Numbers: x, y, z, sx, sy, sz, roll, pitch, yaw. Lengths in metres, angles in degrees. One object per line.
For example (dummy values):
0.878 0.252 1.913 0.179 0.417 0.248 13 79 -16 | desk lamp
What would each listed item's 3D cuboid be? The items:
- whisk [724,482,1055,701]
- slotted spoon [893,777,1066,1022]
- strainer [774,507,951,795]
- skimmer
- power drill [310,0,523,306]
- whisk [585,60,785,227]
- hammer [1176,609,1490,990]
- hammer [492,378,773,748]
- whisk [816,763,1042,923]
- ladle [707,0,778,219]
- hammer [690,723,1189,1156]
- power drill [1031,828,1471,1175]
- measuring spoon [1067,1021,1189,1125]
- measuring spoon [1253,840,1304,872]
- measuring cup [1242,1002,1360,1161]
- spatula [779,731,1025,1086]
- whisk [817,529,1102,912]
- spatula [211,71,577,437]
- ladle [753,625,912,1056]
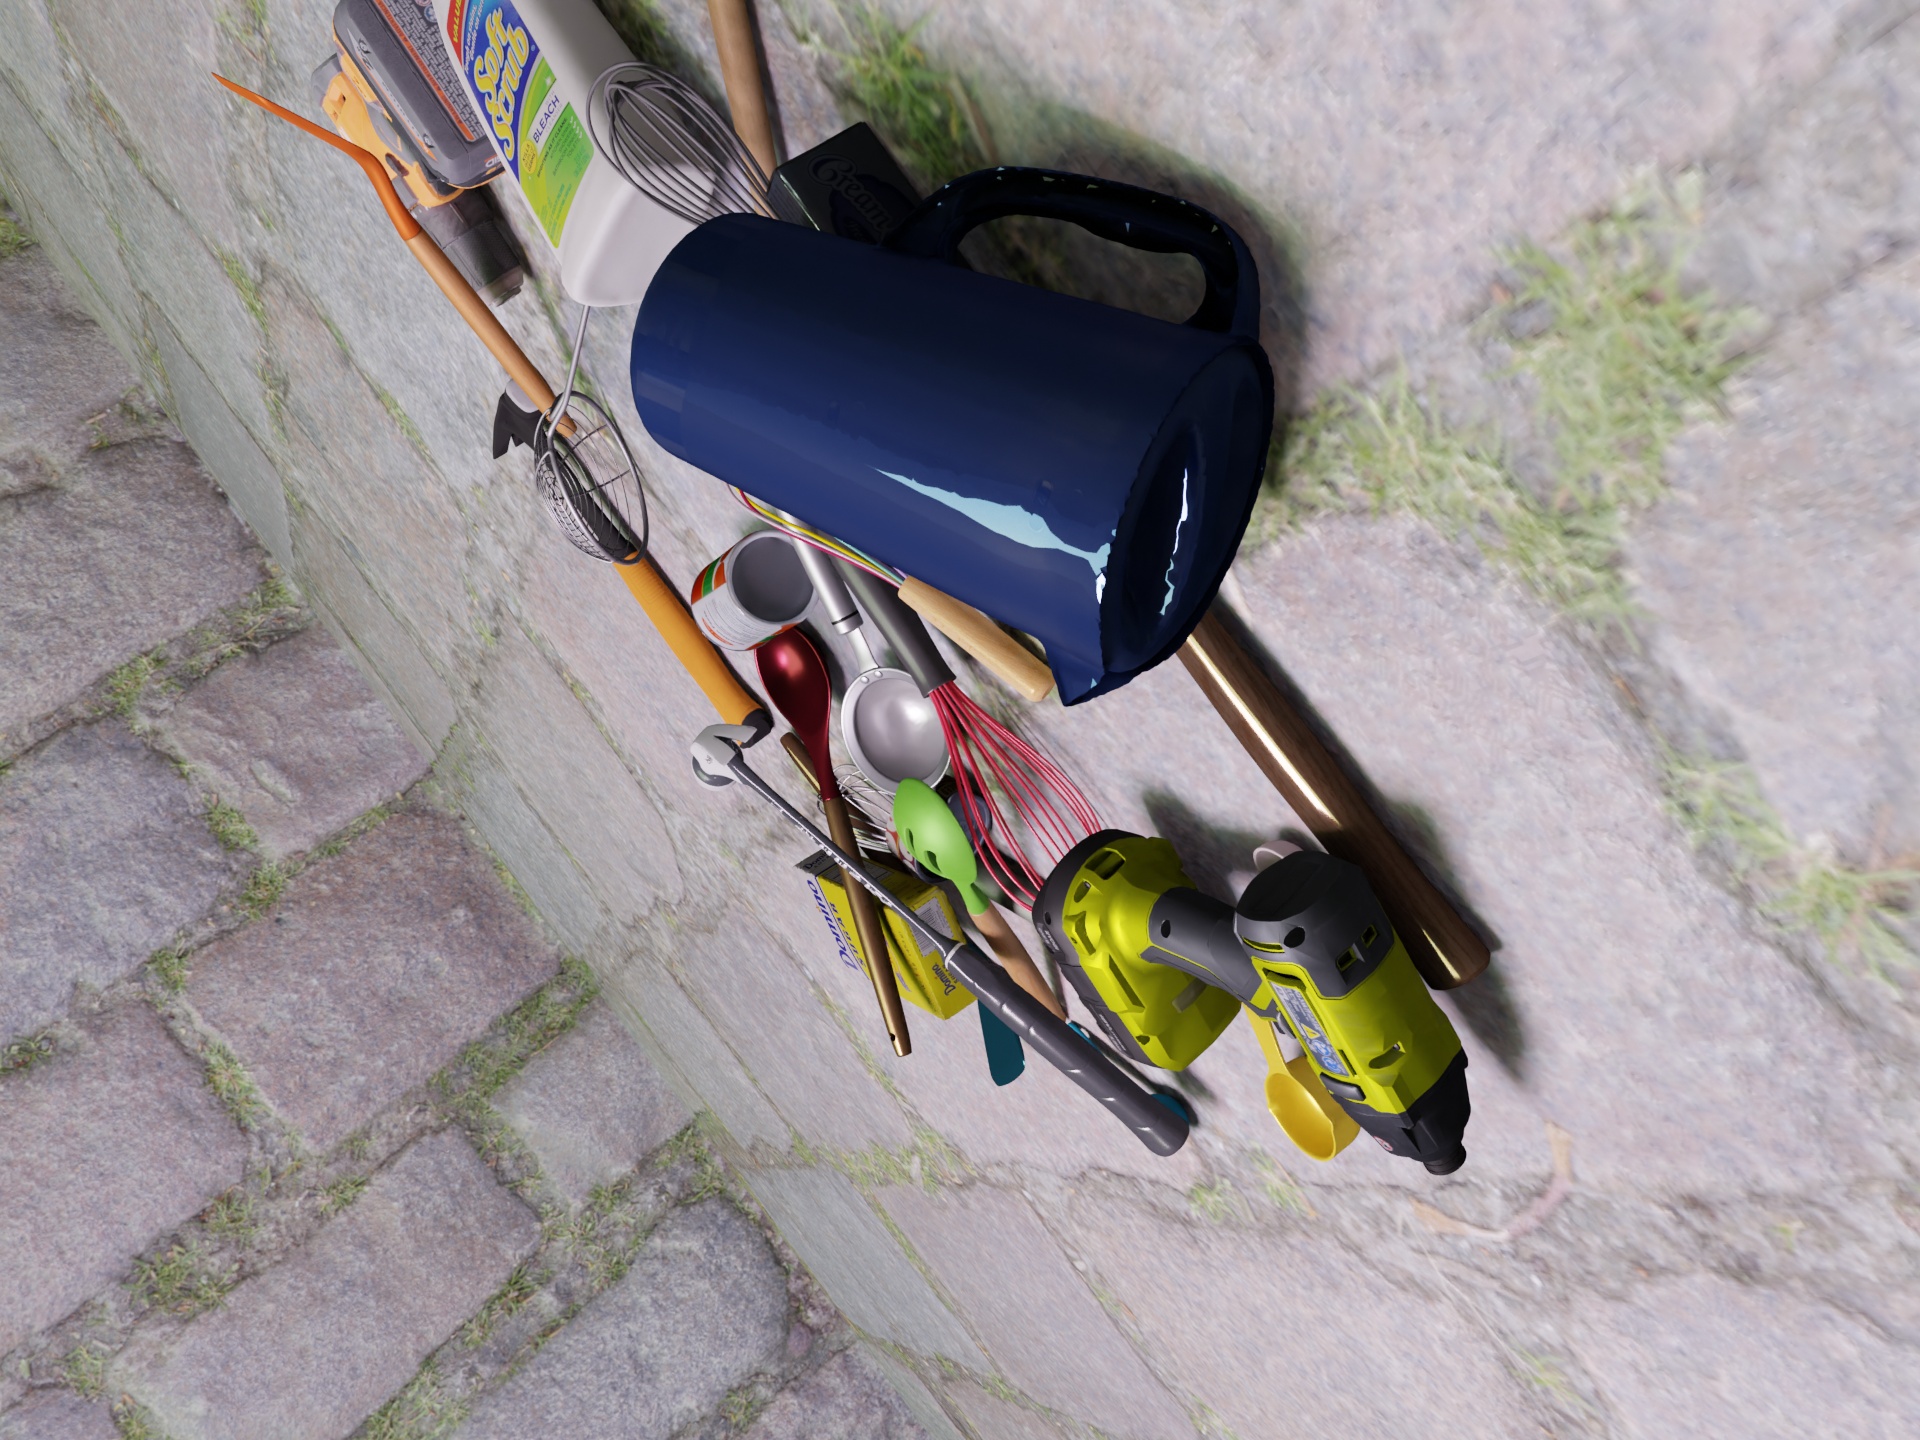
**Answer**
-0.045 -0.090 0.901 0.245 0.047 0.051 39 -162 12 | whisk
0.021 0.134 1.037 0.070 0.031 0.313 35 165 37 | slotted spoon
-0.065 -0.055 1.001 0.087 0.050 0.258 -19 102 37 | strainer
-0.214 -0.236 1.017 0.363 0.090 0.127 123 146 -53 | skimmer
-0.330 -0.364 1.015 0.185 0.084 0.226 57 160 -17 | power drill
-0.076 -0.213 0.746 0.238 0.055 0.055 41 159 -15 | whisk
0.124 -0.014 0.725 0.331 0.031 0.130 52 156 2 | hammer
-0.263 -0.117 1.279 0.337 0.034 0.127 54 155 -2 | hammer
-0.013 0.092 1.101 0.246 0.057 0.059 26 115 39 | whisk
-0.106 -0.266 0.772 0.078 0.062 0.319 31 145 36 | ladle
-0.014 0.140 1.027 0.409 0.036 0.149 40 167 0 | hammer
0.145 0.135 0.789 0.171 0.080 0.223 58 158 -19 | power drill
0.120 0.249 1.116 0.129 0.021 0.042 43 156 43 | measuring spoon
0.177 0.102 0.815 0.034 0.018 0.124 29 153 43 | measuring spoon
0.181 0.171 0.893 0.062 0.029 0.156 -15 99 67 | measuring cup
-0.045 0.137 1.220 0.317 0.044 0.082 50 155 9 | spatula
-0.001 -0.003 0.935 0.296 0.073 0.073 57 156 4 | whisk
-0.351 -0.294 1.039 0.081 0.041 0.322 34 165 40 | spatula
-0.082 0.080 1.108 0.069 0.031 0.315 -22 82 46 | ladle
